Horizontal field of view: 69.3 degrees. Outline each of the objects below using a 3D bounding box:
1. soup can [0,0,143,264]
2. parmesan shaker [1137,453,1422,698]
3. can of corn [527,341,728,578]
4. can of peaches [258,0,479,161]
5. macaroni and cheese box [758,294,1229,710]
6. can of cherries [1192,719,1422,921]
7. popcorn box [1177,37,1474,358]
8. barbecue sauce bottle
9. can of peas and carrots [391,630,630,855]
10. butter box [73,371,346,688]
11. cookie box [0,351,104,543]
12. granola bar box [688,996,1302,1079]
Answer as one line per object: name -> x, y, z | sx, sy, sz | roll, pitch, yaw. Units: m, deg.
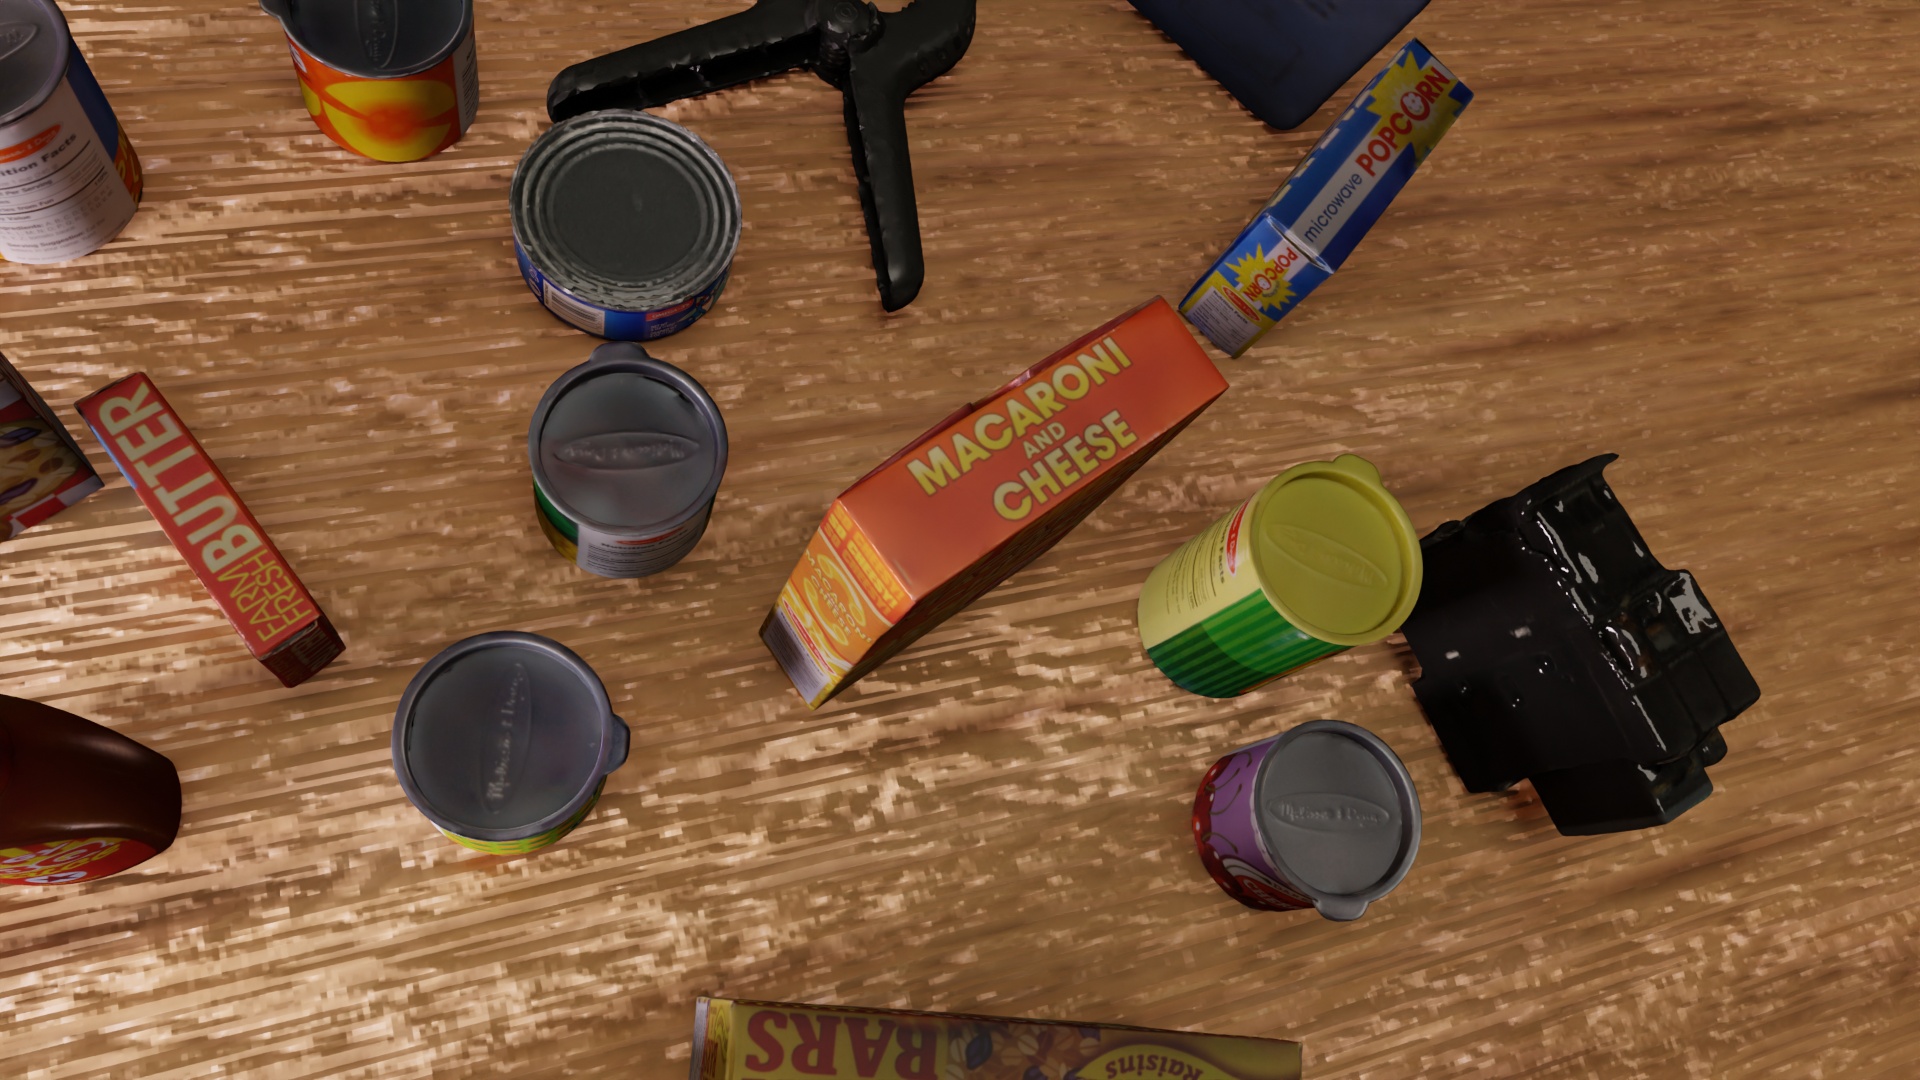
soup can -> -0.322, -0.143, 0.464 | 0.071, 0.083, 0.071 | 5, 72, -14
parmesan shaker -> 0.117, 0.016, 0.524 | 0.071, 0.102, 0.071 | 5, 72, -14
can of corn -> -0.119, -0.027, 0.496 | 0.071, 0.058, 0.071 | 5, 71, -14
can of peaches -> -0.219, -0.185, 0.521 | 0.071, 0.058, 0.071 | 5, 71, -14
macaroni and cheese box -> 0.002, -0.006, 0.465 | 0.124, 0.166, 0.040 | -34, 84, -22
can of cherries -> 0.128, 0.107, 0.521 | 0.071, 0.058, 0.071 | 5, 71, -14
popcorn box -> 0.156, -0.145, 0.597 | 0.038, 0.085, 0.127 | 41, 67, 0
barbecue sauce bottle -> -0.264, 0.067, 0.376 | 0.065, 0.148, 0.044 | -6, 75, -17
can of peas and carrots -> -0.146, 0.068, 0.457 | 0.071, 0.058, 0.071 | 5, 71, -14
butter box -> -0.244, -0.002, 0.456 | 0.024, 0.053, 0.103 | -36, 85, -22
cookie box -> -0.328, -0.025, 0.378 | 0.123, 0.167, 0.040 | -36, 85, -22
granola bar box -> 0.003, 0.168, 0.431 | 0.166, 0.123, 0.039 | 8, 71, -13
